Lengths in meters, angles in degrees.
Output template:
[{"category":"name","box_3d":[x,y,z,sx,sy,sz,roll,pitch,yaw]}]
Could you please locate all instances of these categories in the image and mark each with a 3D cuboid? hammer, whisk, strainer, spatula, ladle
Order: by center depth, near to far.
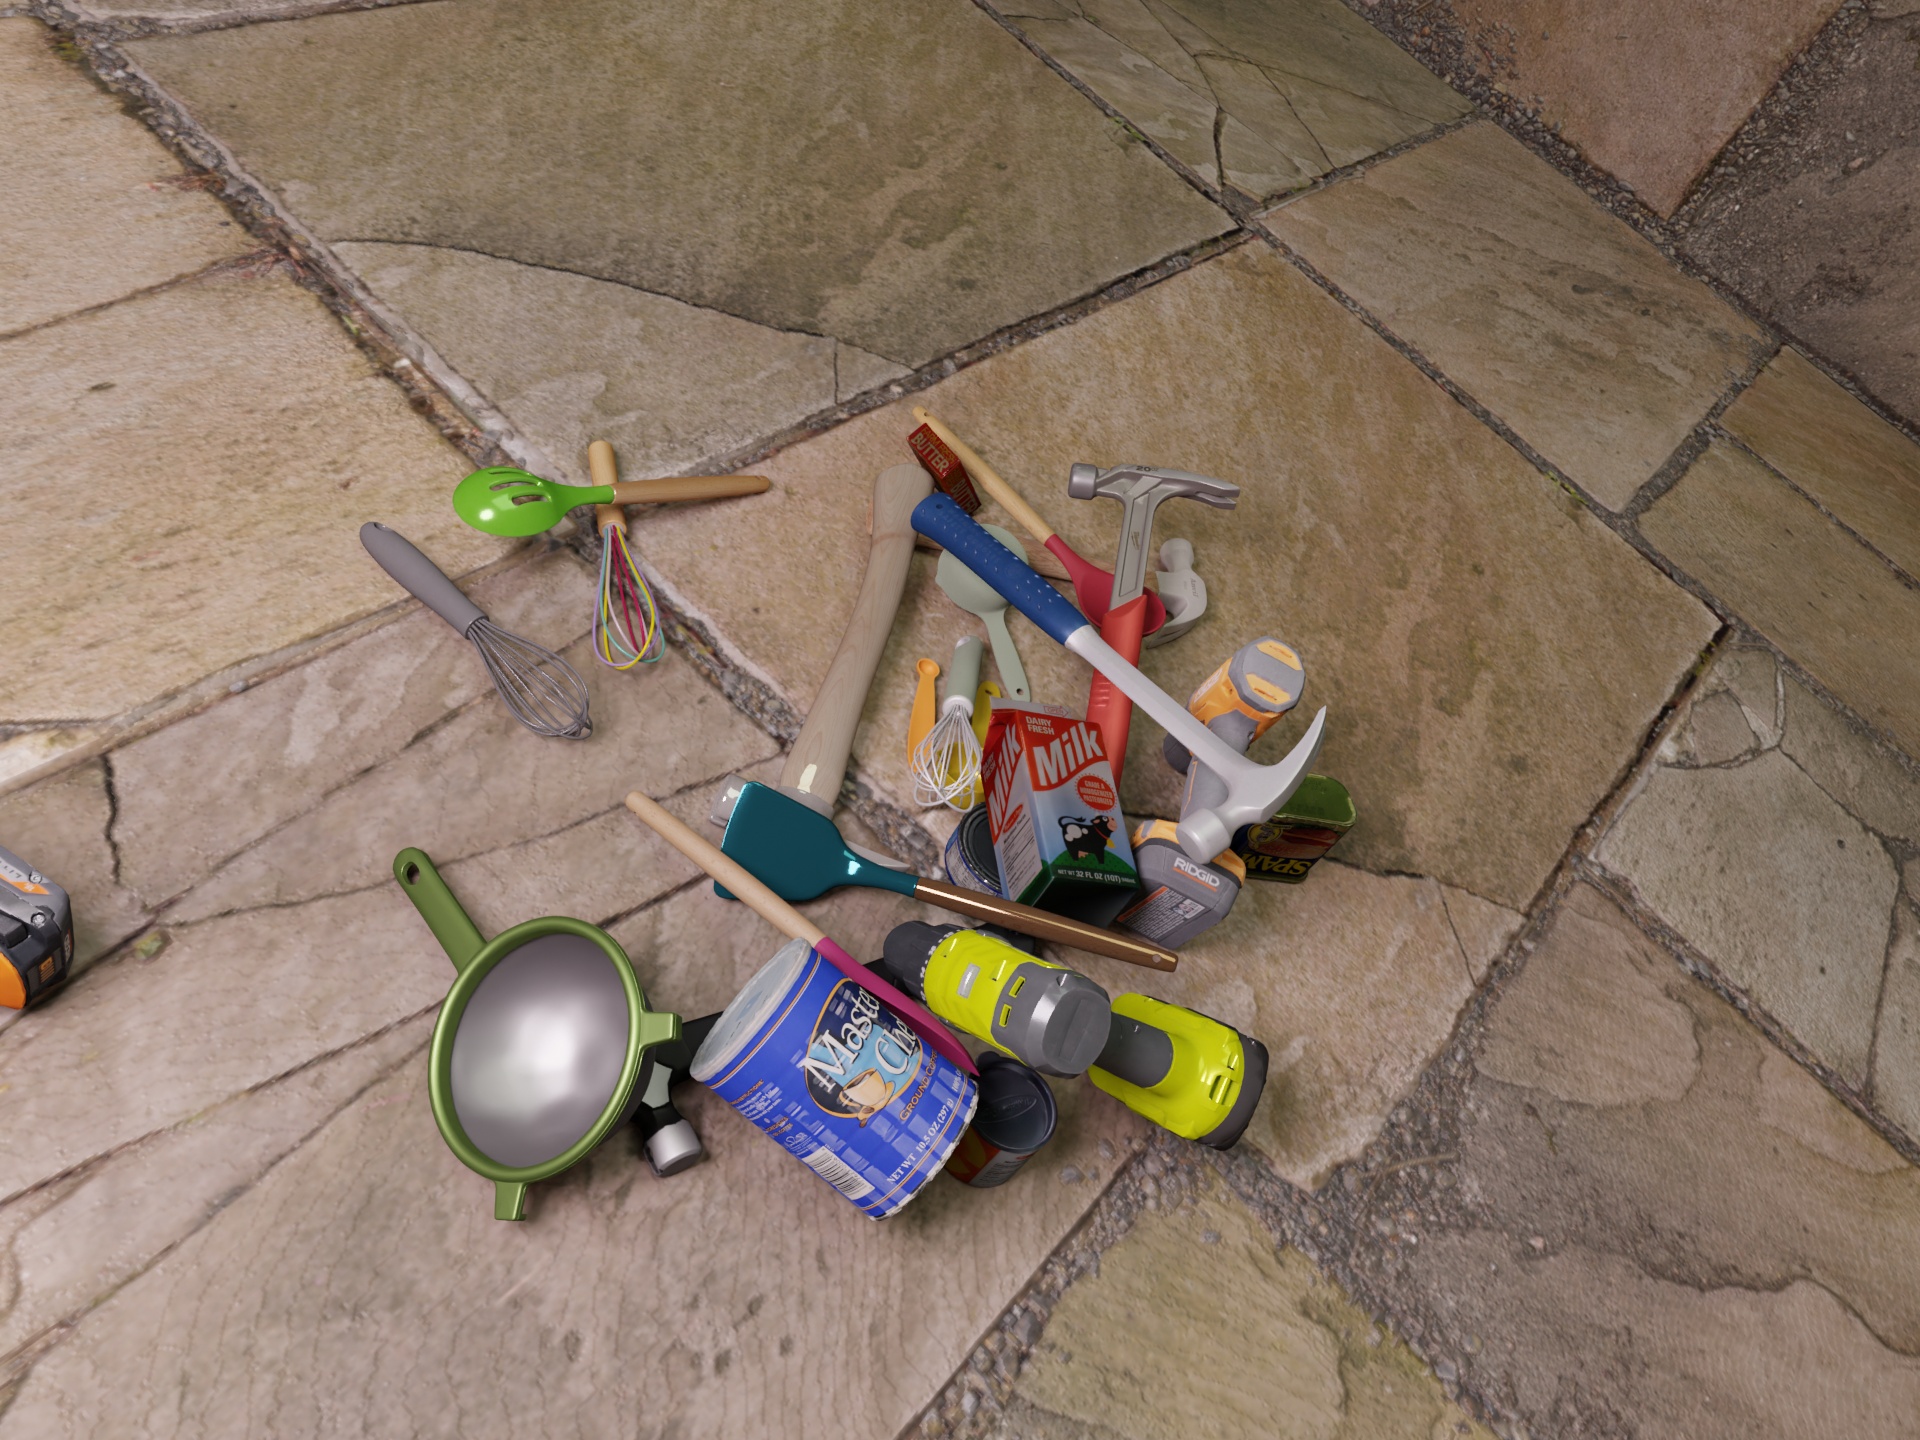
[{"category":"strainer","box_3d":[-0.263,0.165,0.955,0.257,0.151,0.069,42,2,34]},{"category":"hammer","box_3d":[-0.084,0.180,1.061,0.334,0.035,0.146,-13,60,-36]},{"category":"spatula","box_3d":[-0.007,0.122,1.083,0.317,0.044,0.082,15,83,7]},{"category":"whisk","box_3d":[-0.346,-0.066,1.126,0.239,0.055,0.055,40,44,14]},{"category":"hammer","box_3d":[0.101,-0.060,1.206,0.144,0.035,0.406,-35,54,-16]},{"category":"whisk","box_3d":[-0.002,-0.004,1.230,0.059,0.058,0.246,47,24,-19]},{"category":"whisk","box_3d":[-0.263,-0.134,1.232,0.051,0.047,0.245,4,48,-25]},{"category":"hammer","box_3d":[-0.069,-0.055,1.252,0.146,0.038,0.411,24,49,-10]},{"category":"hammer","box_3d":[0.141,-0.061,1.321,0.149,0.036,0.359,9,62,4]},{"category":"ladle","box_3d":[0.062,-0.178,1.416,0.069,0.031,0.316,-32,69,-31]},{"category":"hammer","box_3d":[0.074,-0.144,1.434,0.331,0.031,0.130,12,47,-19]}]

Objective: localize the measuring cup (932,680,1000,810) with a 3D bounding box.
[{"category":"measuring cup","box_3d":[0.012,0.019,1.269,0.062,0.029,0.157,22,33,-5]}]

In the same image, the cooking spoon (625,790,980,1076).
[{"category":"cooking spoon","box_3d":[-0.108,0.131,1.028,0.319,0.068,0.017,33,73,26]}]

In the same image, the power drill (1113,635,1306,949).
[{"category":"power drill","box_3d":[0.181,0.061,1.242,0.084,0.185,0.226,27,63,-5]}]

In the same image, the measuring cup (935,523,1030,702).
[{"category":"measuring cup","box_3d":[0.034,-0.092,1.342,0.083,0.038,0.168,-8,68,-23]}]

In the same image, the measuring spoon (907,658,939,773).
[{"category":"measuring spoon","box_3d":[-0.031,-0.003,1.270,0.021,0.011,0.117,17,50,-15]}]

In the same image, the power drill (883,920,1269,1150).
[{"category":"power drill","box_3d":[0.071,0.195,1.030,0.228,0.191,0.080,29,82,-35]}]

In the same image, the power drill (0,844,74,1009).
[{"category":"power drill","box_3d":[-0.558,0.159,0.788,0.164,0.084,0.227,34,48,1]}]

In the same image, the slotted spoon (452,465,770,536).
[{"category":"slotted spoon","box_3d":[-0.257,-0.179,1.240,0.070,0.031,0.313,47,32,18]}]
